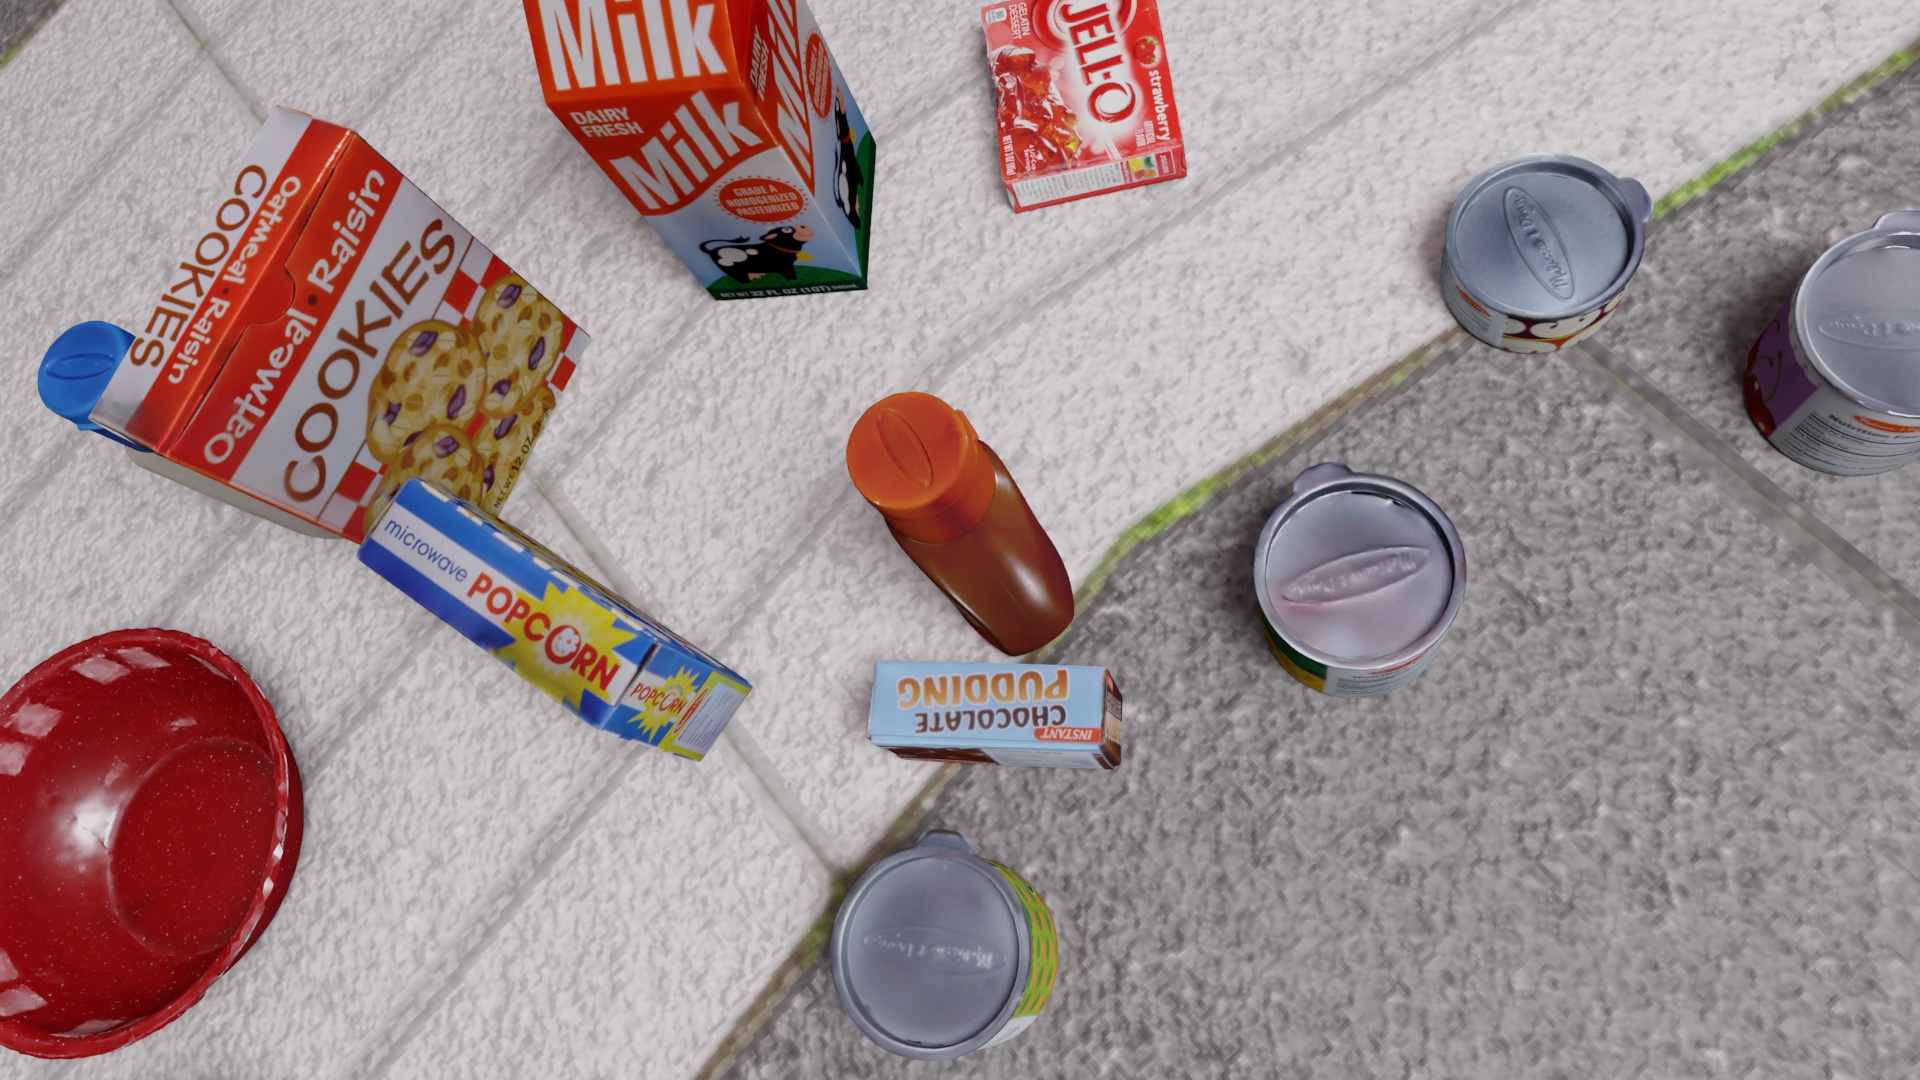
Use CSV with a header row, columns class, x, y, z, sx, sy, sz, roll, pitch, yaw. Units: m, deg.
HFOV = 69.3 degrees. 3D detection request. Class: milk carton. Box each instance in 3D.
class,x,y,z,sx,sy,sz,roll,pitch,yaw
milk carton,-0.091,-0.164,0.513,0.072,0.190,0.073,-2,73,13

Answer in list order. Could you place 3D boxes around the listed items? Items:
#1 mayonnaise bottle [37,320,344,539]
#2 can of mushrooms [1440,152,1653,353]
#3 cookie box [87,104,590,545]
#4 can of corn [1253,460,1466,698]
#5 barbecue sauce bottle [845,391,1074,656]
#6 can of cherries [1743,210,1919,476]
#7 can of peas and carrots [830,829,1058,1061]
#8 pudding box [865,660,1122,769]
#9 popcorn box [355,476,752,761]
class,x,y,z,sx,sy,sz,roll,pitch,yaw
mayonnaise bottle,-0.283,-0.039,0.542,0.065,0.148,0.041,-3,73,13
can of mushrooms,0.212,-0.104,0.505,0.071,0.033,0.071,-4,72,12
cookie box,-0.219,-0.063,0.524,0.040,0.167,0.123,21,79,19
can of corn,0.134,0.015,0.473,0.071,0.058,0.071,-4,72,12
barbecue sauce bottle,0.002,-0.006,0.463,0.043,0.148,0.065,-33,69,2
can of cherries,0.302,-0.063,0.457,0.071,0.058,0.071,-4,72,12
can of peas and carrots,-0.003,0.136,0.467,0.071,0.058,0.071,-4,72,12
pudding box,0.013,0.062,0.492,0.084,0.049,0.030,0,73,14
popcorn box,-0.151,0.031,0.522,0.127,0.085,0.038,30,82,20
